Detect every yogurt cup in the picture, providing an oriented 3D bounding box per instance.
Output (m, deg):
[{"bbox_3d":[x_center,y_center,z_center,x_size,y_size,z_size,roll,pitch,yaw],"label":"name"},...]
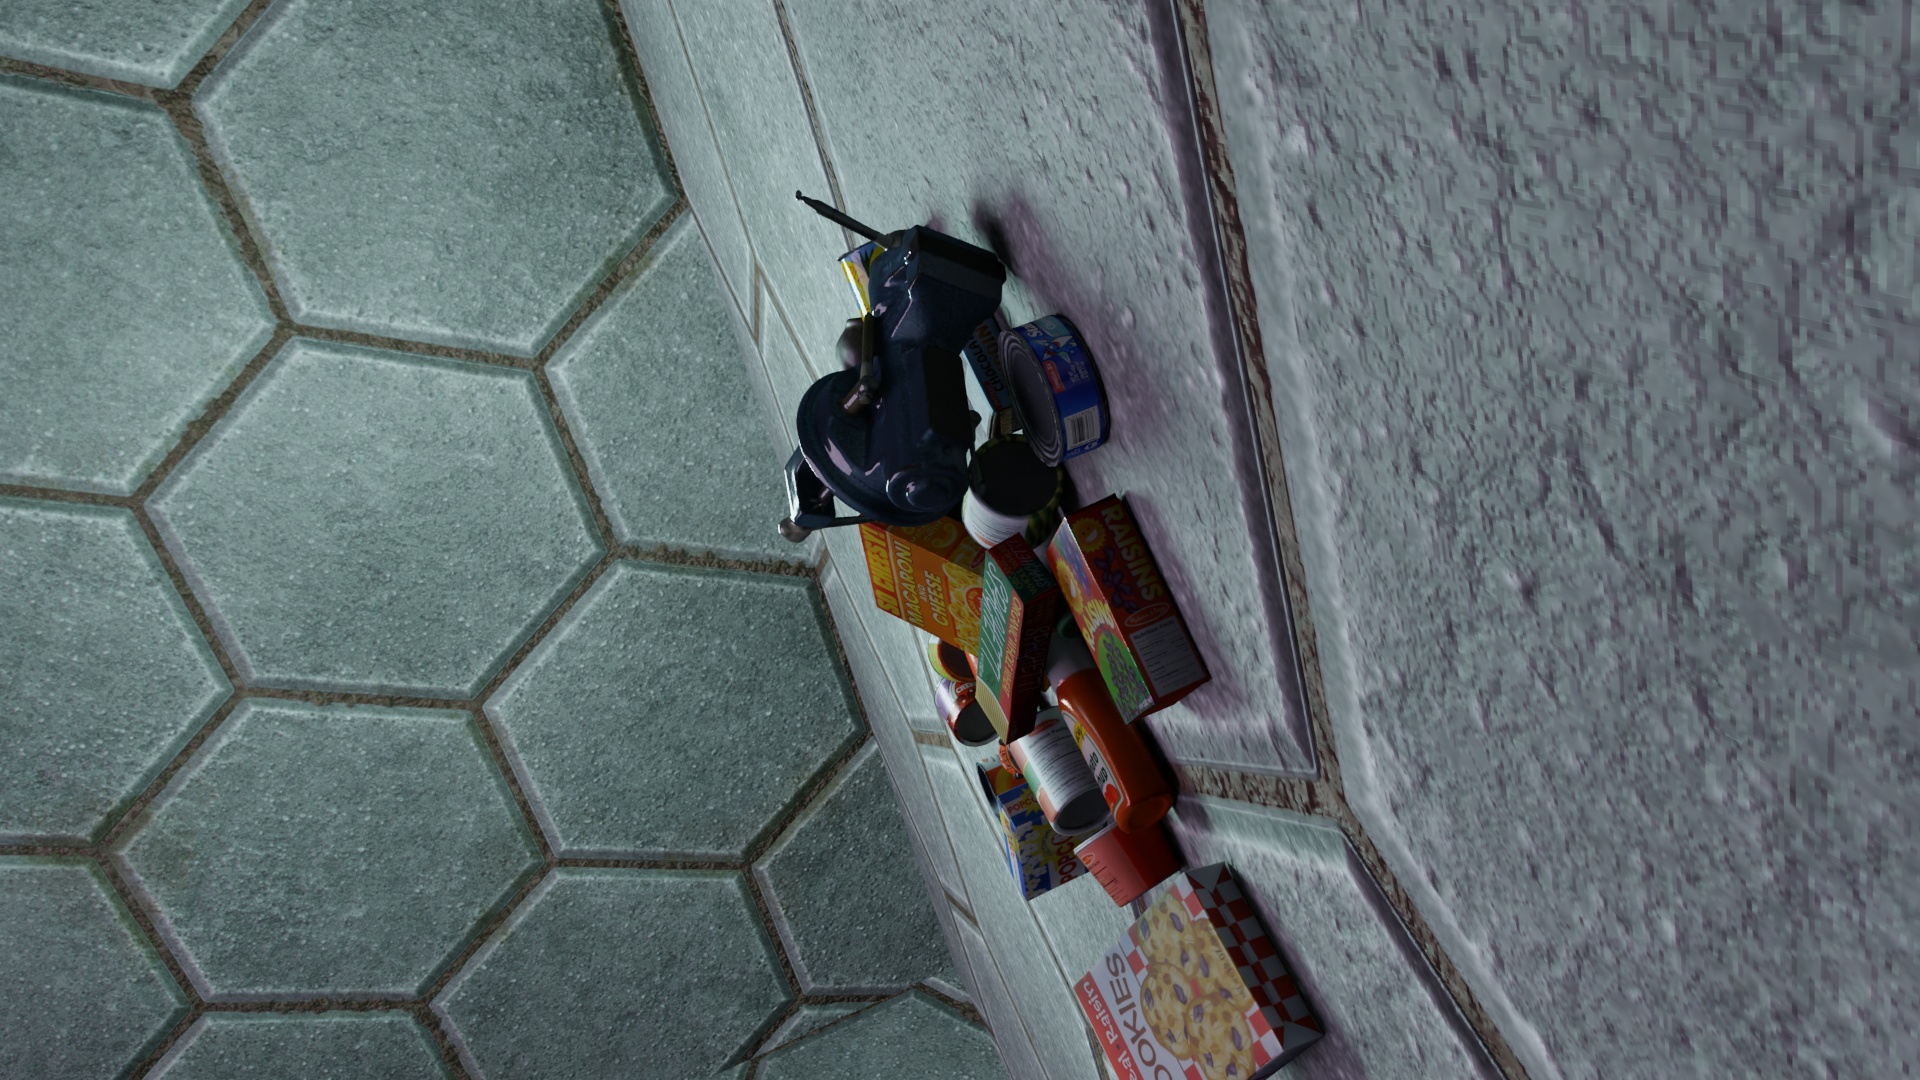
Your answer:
[{"bbox_3d":[0.125,0.233,1.022,0.054,0.072,0.072,57,167,15],"label":"yogurt cup"}]

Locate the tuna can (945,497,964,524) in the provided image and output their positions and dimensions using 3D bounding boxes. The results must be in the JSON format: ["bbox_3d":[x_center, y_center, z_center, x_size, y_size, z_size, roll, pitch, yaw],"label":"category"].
[{"bbox_3d":[0.004,-0.014,1.139,0.033,0.071,0.070,-125,17,-54],"label":"tuna can"}]

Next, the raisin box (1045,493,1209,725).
[{"bbox_3d":[0.099,0.044,0.845,0.086,0.040,0.123,103,143,-73],"label":"raisin box"}]

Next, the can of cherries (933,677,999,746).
[{"bbox_3d":[0.012,0.173,1.466,0.058,0.071,0.071,-126,18,-54],"label":"can of cherries"}]

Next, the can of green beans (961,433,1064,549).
[{"bbox_3d":[0.035,-0.032,0.943,0.057,0.071,0.071,98,149,-66],"label":"can of green beans"}]

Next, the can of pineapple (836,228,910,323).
[{"bbox_3d":[-0.053,-0.196,1.054,0.071,0.071,0.058,163,85,-79],"label":"can of pineapple"}]

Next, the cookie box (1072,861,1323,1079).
[{"bbox_3d":[0.151,0.310,0.918,0.123,0.040,0.166,62,140,32],"label":"cookie box"}]

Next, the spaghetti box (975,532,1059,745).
[{"bbox_3d":[0.038,0.078,1.007,0.050,0.029,0.248,56,163,25],"label":"spaghetti box"}]

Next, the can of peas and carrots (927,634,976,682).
[{"bbox_3d":[0.005,0.110,1.382,0.058,0.071,0.071,155,94,-79],"label":"can of peas and carrots"}]

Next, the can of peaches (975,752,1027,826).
[{"bbox_3d":[0.056,0.248,1.417,0.071,0.058,0.071,160,88,-79],"label":"can of peaches"}]

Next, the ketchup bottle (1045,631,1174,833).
[{"bbox_3d":[0.101,0.132,0.997,0.064,0.043,0.149,86,161,-57],"label":"ketchup bottle"}]

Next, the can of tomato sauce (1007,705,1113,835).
[{"bbox_3d":[0.086,0.186,1.119,0.070,0.071,0.083,81,164,-48],"label":"can of tomato sauce"}]

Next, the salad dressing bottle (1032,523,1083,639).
[{"bbox_3d":[0.053,0.004,0.993,0.064,0.044,0.148,87,158,-54],"label":"salad dressing bottle"}]

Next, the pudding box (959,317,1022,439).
[{"bbox_3d":[0.018,-0.118,0.962,0.049,0.030,0.084,94,153,-69],"label":"pudding box"}]

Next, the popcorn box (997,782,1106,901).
[{"bbox_3d":[0.083,0.254,1.216,0.126,0.085,0.038,80,163,-46],"label":"popcorn box"}]

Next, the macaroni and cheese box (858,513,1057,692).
[{"bbox_3d":[0.004,0.039,1.093,0.166,0.040,0.123,25,148,24],"label":"macaroni and cheese box"}]
